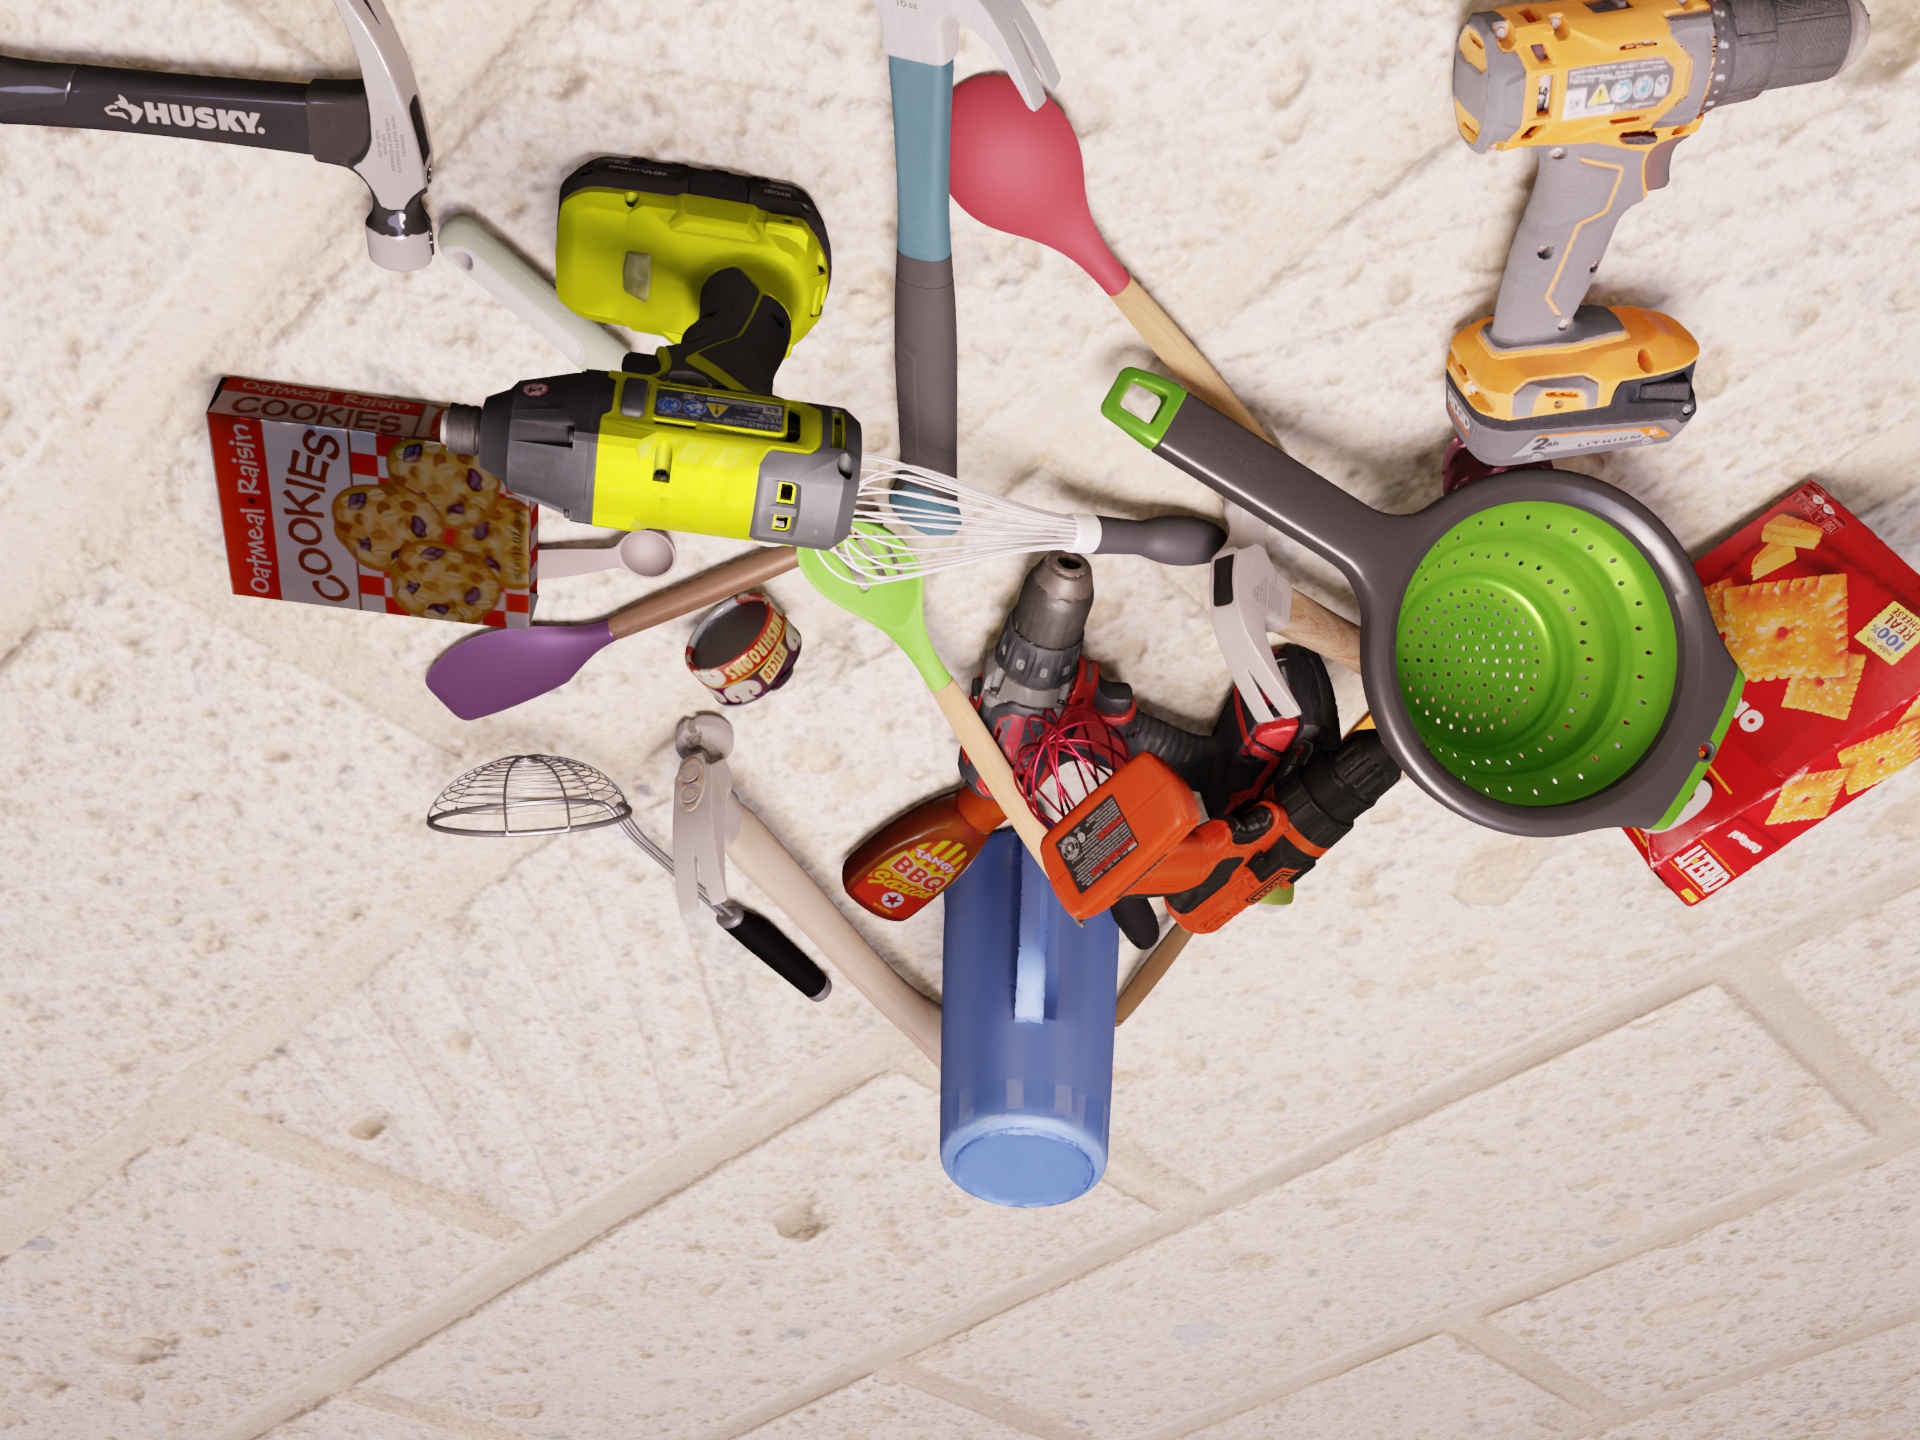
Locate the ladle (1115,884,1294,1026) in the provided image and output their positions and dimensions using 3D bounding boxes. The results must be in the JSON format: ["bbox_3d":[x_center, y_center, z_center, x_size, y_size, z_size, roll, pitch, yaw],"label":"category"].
[{"bbox_3d":[0.159,0.171,1.166,0.078,0.062,0.320,11,146,-7],"label":"ladle"}]

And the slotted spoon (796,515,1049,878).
[{"bbox_3d":[-0.002,-0.003,0.974,0.070,0.031,0.313,-15,122,29],"label":"slotted spoon"}]

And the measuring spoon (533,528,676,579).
[{"bbox_3d":[-0.227,-0.099,0.942,0.124,0.018,0.034,-4,129,8],"label":"measuring spoon"}]

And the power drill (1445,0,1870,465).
[{"bbox_3d":[0.338,-0.251,0.797,0.185,0.084,0.226,-8,130,1],"label":"power drill"}]

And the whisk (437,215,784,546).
[{"bbox_3d":[-0.173,-0.177,0.846,0.246,0.059,0.058,39,148,-29],"label":"whisk"}]

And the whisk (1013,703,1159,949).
[{"bbox_3d":[0.092,0.078,1.012,0.073,0.073,0.295,-14,145,9],"label":"whisk"}]

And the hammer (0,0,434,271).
[{"bbox_3d":[-0.417,-0.290,0.722,0.334,0.035,0.146,3,134,-8],"label":"hammer"}]

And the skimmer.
[{"bbox_3d":[-0.211,0.133,1.112,0.127,0.090,0.362,4,148,39],"label":"skimmer"}]

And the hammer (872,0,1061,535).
[{"bbox_3d":[-0.019,-0.226,0.801,0.128,0.033,0.330,18,141,15],"label":"hammer"}]

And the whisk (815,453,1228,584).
[{"bbox_3d":[0.039,-0.107,0.887,0.284,0.070,0.070,0,138,-33],"label":"whisk"}]

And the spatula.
[{"bbox_3d":[-0.191,-0.067,0.970,0.316,0.018,0.059,-20,132,15],"label":"spatula"}]

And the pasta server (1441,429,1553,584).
[{"bbox_3d":[0.361,-0.075,0.996,0.060,0.040,0.315,-13,136,24],"label":"pasta server"}]

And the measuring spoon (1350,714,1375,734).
[{"bbox_3d":[0.280,0.002,1.085,0.021,0.011,0.116,14,135,-19],"label":"measuring spoon"}]

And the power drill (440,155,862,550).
[{"bbox_3d":[-0.135,-0.170,0.730,0.171,0.223,0.080,6,133,-11],"label":"power drill"}]

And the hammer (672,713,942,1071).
[{"bbox_3d":[-0.084,0.167,1.135,0.038,0.146,0.410,-21,137,14],"label":"hammer"}]

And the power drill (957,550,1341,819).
[{"bbox_3d":[0.121,-0.015,1.009,0.226,0.080,0.187,9,133,-9],"label":"power drill"}]

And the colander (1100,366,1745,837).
[{"bbox_3d":[0.246,-0.078,0.908,0.397,0.094,0.204,31,85,-7],"label":"colander"}]

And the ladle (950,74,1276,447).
[{"bbox_3d":[0.098,-0.214,0.847,0.069,0.031,0.315,-30,131,28],"label":"ladle"}]

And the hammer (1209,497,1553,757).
[{"bbox_3d":[0.275,-0.029,0.998,0.331,0.130,0.031,22,158,-34],"label":"hammer"}]
